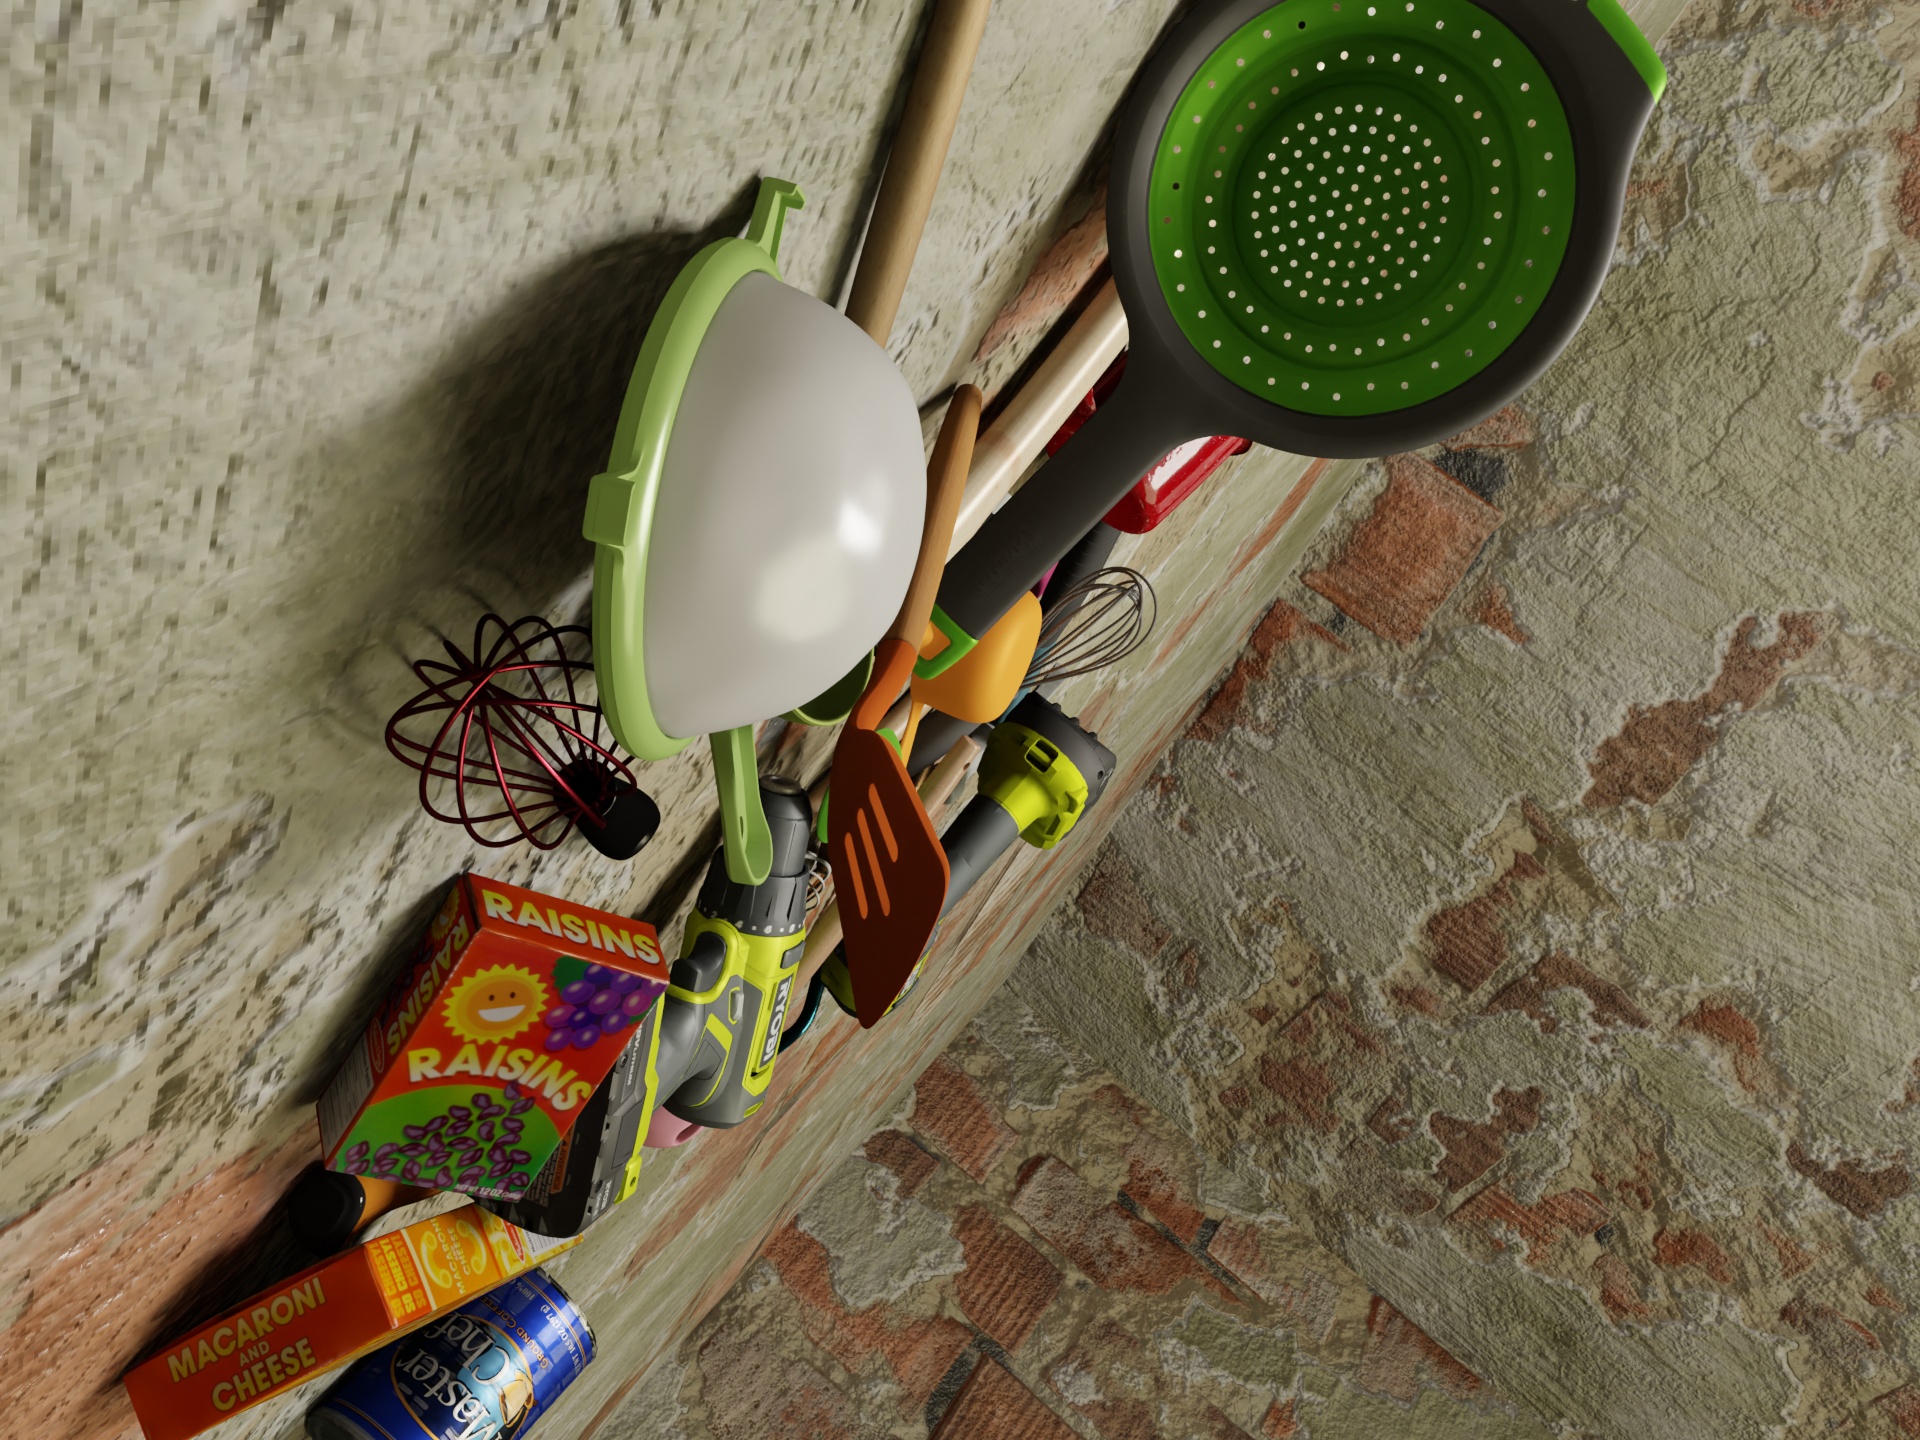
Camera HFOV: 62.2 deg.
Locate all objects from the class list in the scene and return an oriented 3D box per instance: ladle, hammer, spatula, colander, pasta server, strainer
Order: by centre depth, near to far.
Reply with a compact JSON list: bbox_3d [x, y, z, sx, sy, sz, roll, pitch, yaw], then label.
[{"bbox_3d":[-0.050,-0.022,0.496,0.256,0.069,0.152,94,10,-49],"label":"strainer"},{"bbox_3d":[-0.027,-0.119,0.558,0.078,0.062,0.320,-57,174,-46],"label":"ladle"},{"bbox_3d":[-0.011,-0.036,0.593,0.323,0.041,0.081,-78,-169,-48],"label":"spatula"},{"bbox_3d":[0.113,-0.167,0.710,0.397,0.204,0.094,-44,-175,20],"label":"colander"},{"bbox_3d":[0.087,-0.210,0.789,0.410,0.038,0.146,-51,171,-2],"label":"hammer"},{"bbox_3d":[-0.236,0.214,0.827,0.127,0.034,0.336,-51,169,1],"label":"hammer"},{"bbox_3d":[-0.093,0.131,0.917,0.316,0.040,0.060,-53,159,9],"label":"pasta server"},{"bbox_3d":[0.059,-0.065,1.059,0.128,0.033,0.330,-45,169,-34],"label":"hammer"},{"bbox_3d":[-0.087,0.128,1.080,0.317,0.044,0.082,-64,-178,-6],"label":"spatula"}]

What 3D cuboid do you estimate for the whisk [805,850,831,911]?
[{"bbox_3d":[-0.121,0.125,1.008,0.057,0.059,0.246,-8,158,-15],"label":"whisk"}]

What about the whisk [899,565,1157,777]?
[{"bbox_3d":[0.030,-0.021,1.005,0.239,0.055,0.055,-36,180,33],"label":"whisk"}]

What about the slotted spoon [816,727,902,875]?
[{"bbox_3d":[-0.070,0.065,0.965,0.070,0.031,0.313,-53,179,-16],"label":"slotted spoon"}]

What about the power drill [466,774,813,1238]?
[{"bbox_3d":[-0.143,0.133,0.782,0.228,0.080,0.190,-22,129,-69],"label":"power drill"}]

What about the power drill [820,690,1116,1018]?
[{"bbox_3d":[-0.003,0.098,1.047,0.223,0.080,0.171,-46,169,-25],"label":"power drill"}]

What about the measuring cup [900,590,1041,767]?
[{"bbox_3d":[-0.001,-0.003,0.935,0.095,0.052,0.173,-17,127,-75],"label":"measuring cup"}]

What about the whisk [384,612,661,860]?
[{"bbox_3d":[-0.136,0.021,0.564,0.073,0.073,0.295,-50,175,-11],"label":"whisk"}]

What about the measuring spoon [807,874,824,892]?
[{"bbox_3d":[-0.099,0.107,1.129,0.117,0.011,0.021,-47,173,-44],"label":"measuring spoon"}]

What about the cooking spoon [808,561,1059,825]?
[{"bbox_3d":[-0.002,-0.037,1.029,0.319,0.017,0.068,-46,171,-30],"label":"cooking spoon"}]
